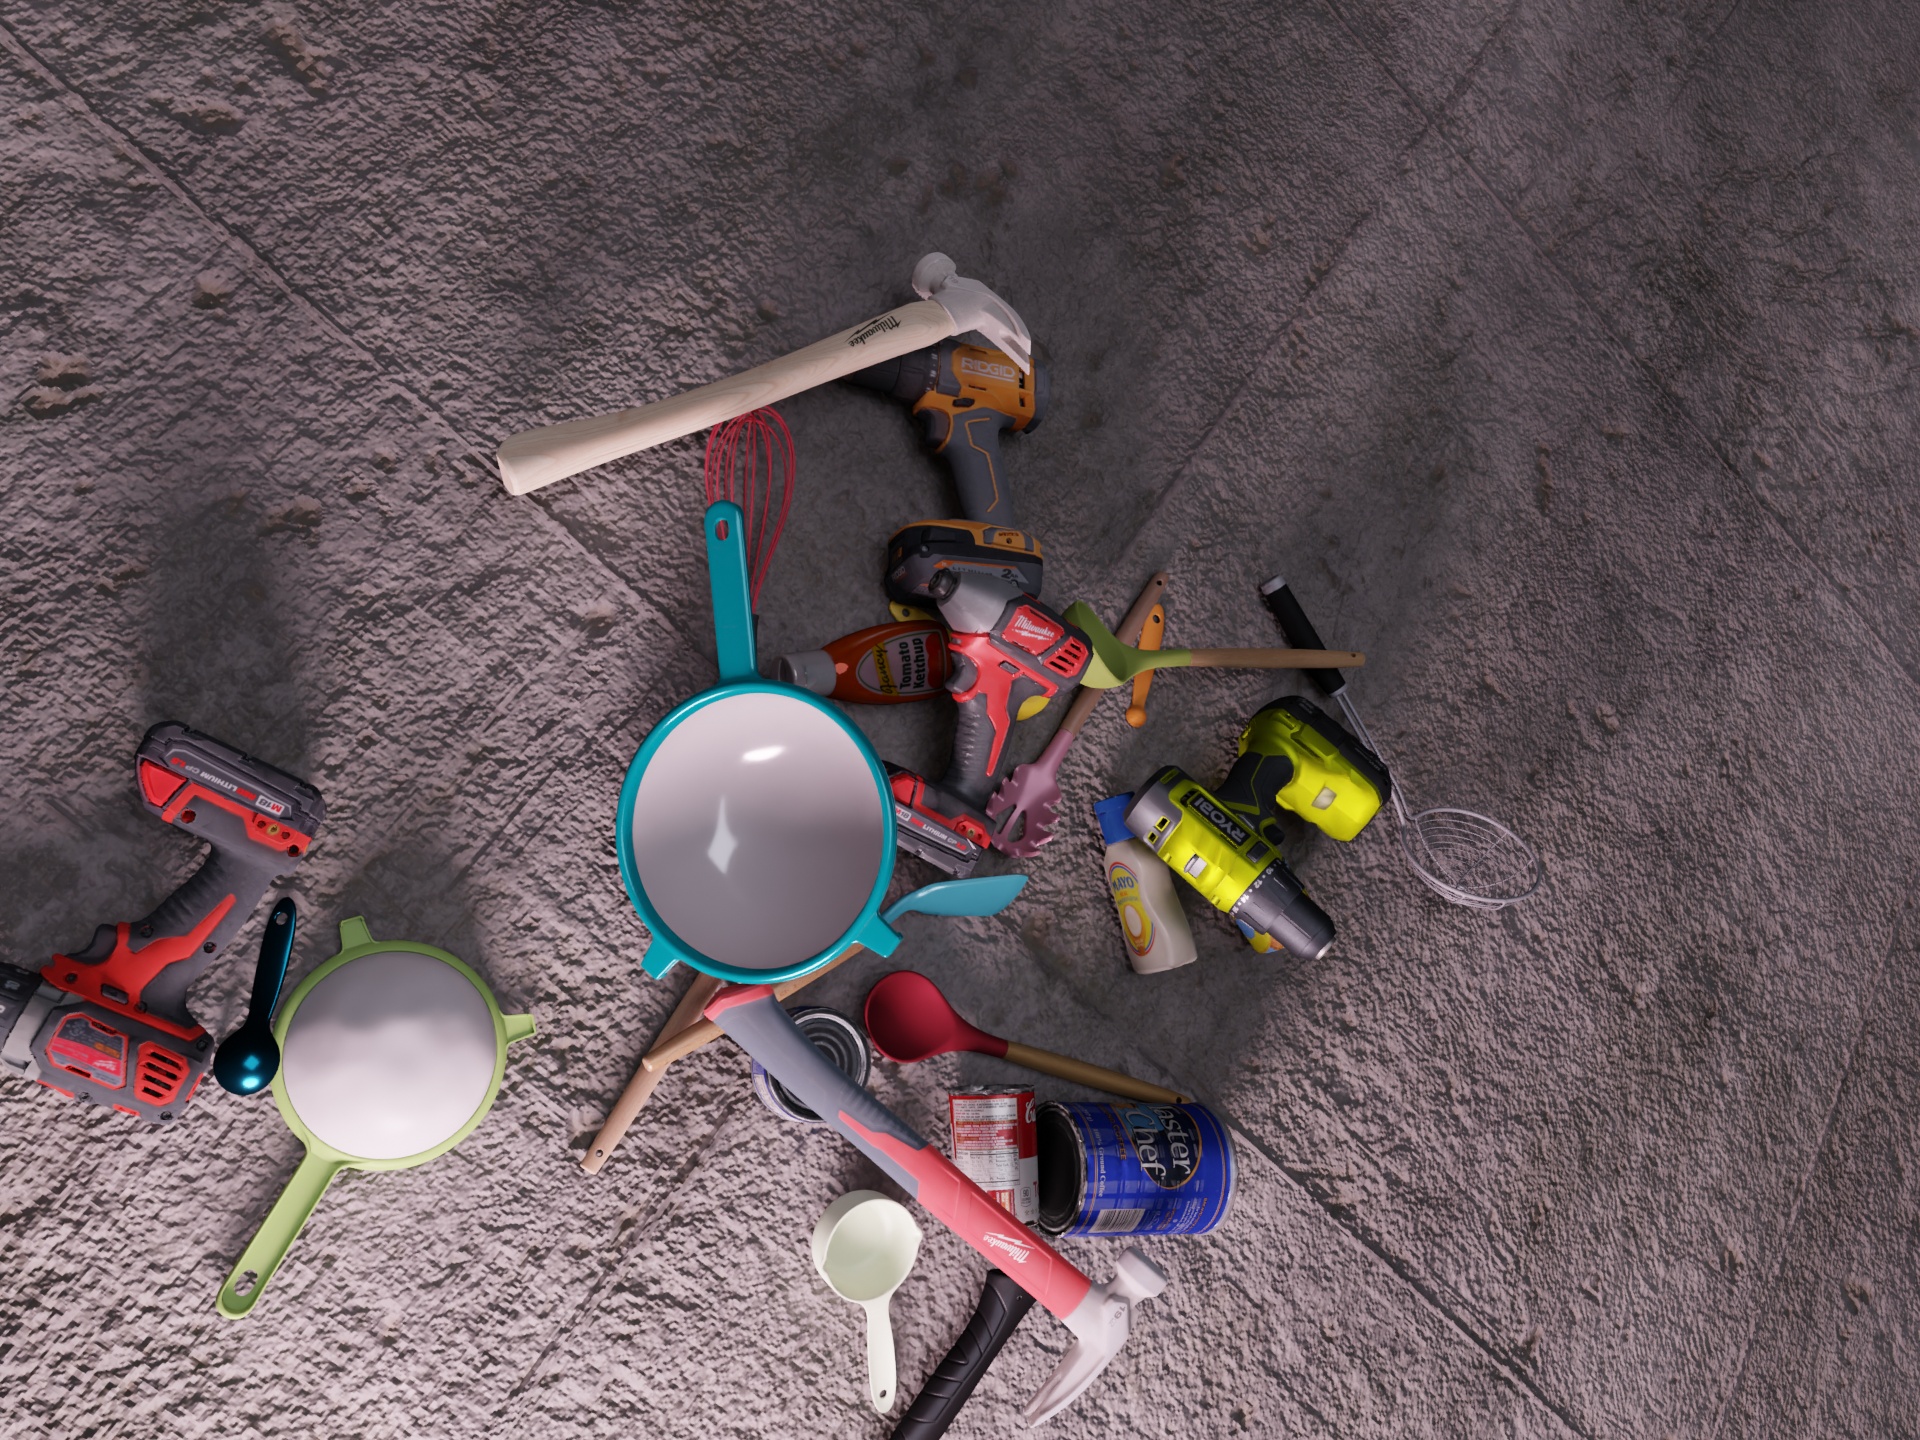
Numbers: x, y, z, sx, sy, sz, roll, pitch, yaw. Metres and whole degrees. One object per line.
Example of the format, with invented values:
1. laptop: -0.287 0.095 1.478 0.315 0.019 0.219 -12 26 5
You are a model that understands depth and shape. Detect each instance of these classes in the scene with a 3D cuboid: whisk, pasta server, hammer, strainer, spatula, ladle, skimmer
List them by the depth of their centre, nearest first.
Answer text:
1. strainer: -0.390 0.260 1.015 0.151 0.069 0.256 35 65 -17
2. hammer: -0.038 0.331 1.130 0.386 0.038 0.143 42 84 -7
3. hammer: -0.044 0.542 1.145 0.146 0.035 0.335 45 67 -12
4. strainer: -0.140 0.015 1.146 0.211 0.095 0.340 -8 84 16
5. spatula: -0.185 0.187 1.164 0.059 0.018 0.316 33 66 -6
6. spatula: -0.091 0.184 1.184 0.317 0.082 0.044 -28 74 -28
7. hammer: -0.144 -0.248 1.196 0.410 0.038 0.146 -25 52 -21
8. whisk: -0.165 -0.099 1.213 0.073 0.073 0.296 4 85 -26
9. ladle: 0.057 0.267 1.266 0.315 0.031 0.069 22 73 -24
10. pasta server: 0.105 -0.011 1.340 0.060 0.040 0.316 36 65 -5
11. ladle: 0.223 -0.061 1.365 0.320 0.062 0.078 0 54 -25
12. skimmer: 0.399 0.014 1.454 0.127 0.090 0.363 -36 96 -44

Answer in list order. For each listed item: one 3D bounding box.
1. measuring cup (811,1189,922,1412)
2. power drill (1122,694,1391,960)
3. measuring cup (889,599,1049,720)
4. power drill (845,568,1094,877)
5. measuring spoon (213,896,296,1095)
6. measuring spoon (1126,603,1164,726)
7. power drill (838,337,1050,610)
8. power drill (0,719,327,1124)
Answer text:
1. measuring cup: -0.069 0.426 1.171 0.083 0.038 0.167 -10 101 -29
2. power drill: 0.264 0.086 1.319 0.191 0.080 0.228 41 43 15
3. measuring cup: 0.010 -0.056 1.305 0.156 0.029 0.062 33 67 -17
4. power drill: -0.002 -0.004 1.223 0.143 0.079 0.220 31 84 -26
5. measuring spoon: -0.451 0.174 1.021 0.042 0.021 0.129 4 71 7
6. measuring spoon: 0.164 -0.050 1.393 0.021 0.011 0.117 21 71 -22
7. power drill: -0.018 -0.208 1.297 0.185 0.084 0.226 7 73 -22
8. power drill: -0.519 0.113 0.978 0.187 0.080 0.227 29 71 -19
